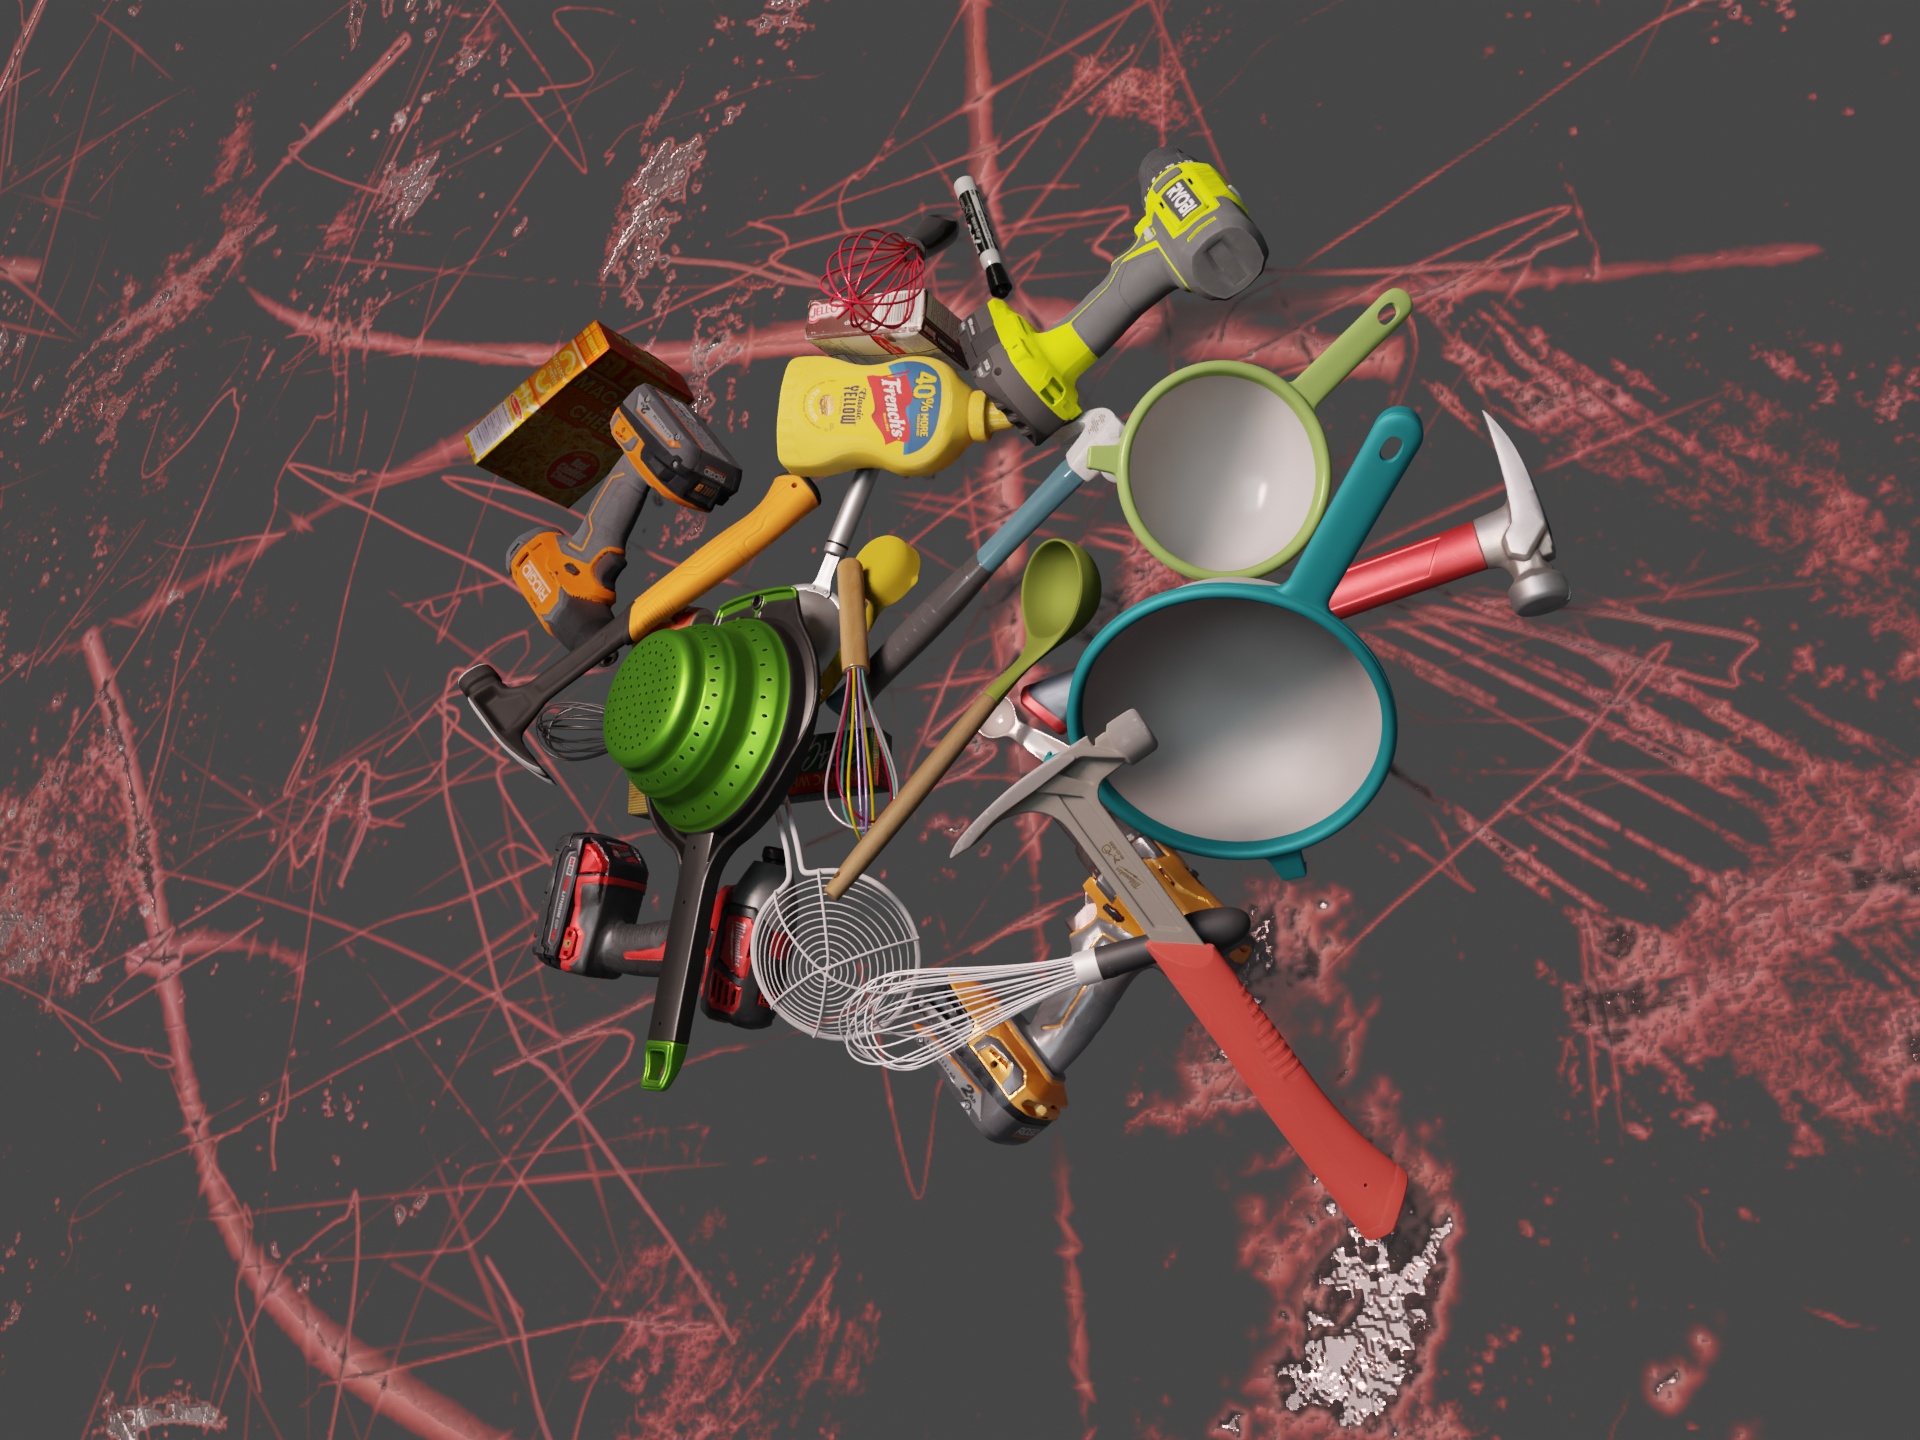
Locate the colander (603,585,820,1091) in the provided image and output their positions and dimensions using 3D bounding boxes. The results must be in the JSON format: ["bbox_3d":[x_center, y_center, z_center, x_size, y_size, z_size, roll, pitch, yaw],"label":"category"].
[{"bbox_3d":[-0.219,0.072,1.196,0.204,0.094,0.397,-9,66,45],"label":"colander"}]

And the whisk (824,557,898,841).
[{"bbox_3d":[-0.078,-0.020,1.207,0.051,0.047,0.245,-29,54,38],"label":"whisk"}]

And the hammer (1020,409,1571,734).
[{"bbox_3d":[0.215,-0.085,1.124,0.386,0.038,0.143,-20,67,24],"label":"hammer"}]

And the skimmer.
[{"bbox_3d":[-0.128,0.073,1.241,0.127,0.090,0.364,-28,52,10],"label":"skimmer"}]

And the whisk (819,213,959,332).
[{"bbox_3d":[-0.043,-0.357,1.226,0.073,0.296,0.073,6,118,11],"label":"whisk"}]

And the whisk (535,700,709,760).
[{"bbox_3d":[-0.267,0.009,1.367,0.239,0.055,0.055,0,77,25],"label":"whisk"}]

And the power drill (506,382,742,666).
[{"bbox_3d":[-0.297,-0.164,1.404,0.226,0.084,0.164,-48,57,15],"label":"power drill"}]

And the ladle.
[{"bbox_3d":[-0.002,-0.004,1.153,0.320,0.062,0.078,-51,27,-17],"label":"ladle"}]

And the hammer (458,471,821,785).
[{"bbox_3d":[-0.249,-0.091,1.318,0.337,0.034,0.127,-39,62,-10],"label":"hammer"}]

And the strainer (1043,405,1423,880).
[{"bbox_3d":[0.203,-0.065,1.022,0.211,0.095,0.340,23,124,-1],"label":"strainer"}]

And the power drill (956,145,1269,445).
[{"bbox_3d":[0.111,-0.332,1.206,0.228,0.080,0.191,-37,36,18],"label":"power drill"}]

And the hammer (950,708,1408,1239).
[{"bbox_3d":[0.152,0.177,1.000,0.149,0.036,0.359,-36,89,5],"label":"hammer"}]

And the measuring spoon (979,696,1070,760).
[{"bbox_3d":[0.063,0.020,1.199,0.124,0.018,0.034,32,94,25],"label":"measuring spoon"}]

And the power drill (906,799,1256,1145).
[{"bbox_3d":[0.068,0.163,1.120,0.226,0.084,0.185,-44,61,7],"label":"power drill"}]

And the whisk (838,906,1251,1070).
[{"bbox_3d":[0.054,0.173,1.051,0.284,0.070,0.070,-18,69,9],"label":"whisk"}]

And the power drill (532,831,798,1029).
[{"bbox_3d":[-0.231,0.159,1.291,0.220,0.078,0.143,9,82,28],"label":"power drill"}]

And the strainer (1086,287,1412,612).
[{"bbox_3d":[0.212,-0.205,1.109,0.256,0.069,0.151,-44,97,-6],"label":"strainer"}]

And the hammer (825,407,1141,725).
[{"bbox_3d":[0.010,-0.111,1.221,0.331,0.033,0.128,-44,22,21],"label":"hammer"}]

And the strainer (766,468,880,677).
[{"bbox_3d":[-0.108,-0.135,1.318,0.087,0.050,0.258,20,84,16],"label":"strainer"}]

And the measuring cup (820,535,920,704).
[{"bbox_3d":[-0.087,-0.081,1.274,0.062,0.029,0.156,17,72,47],"label":"measuring cup"}]
